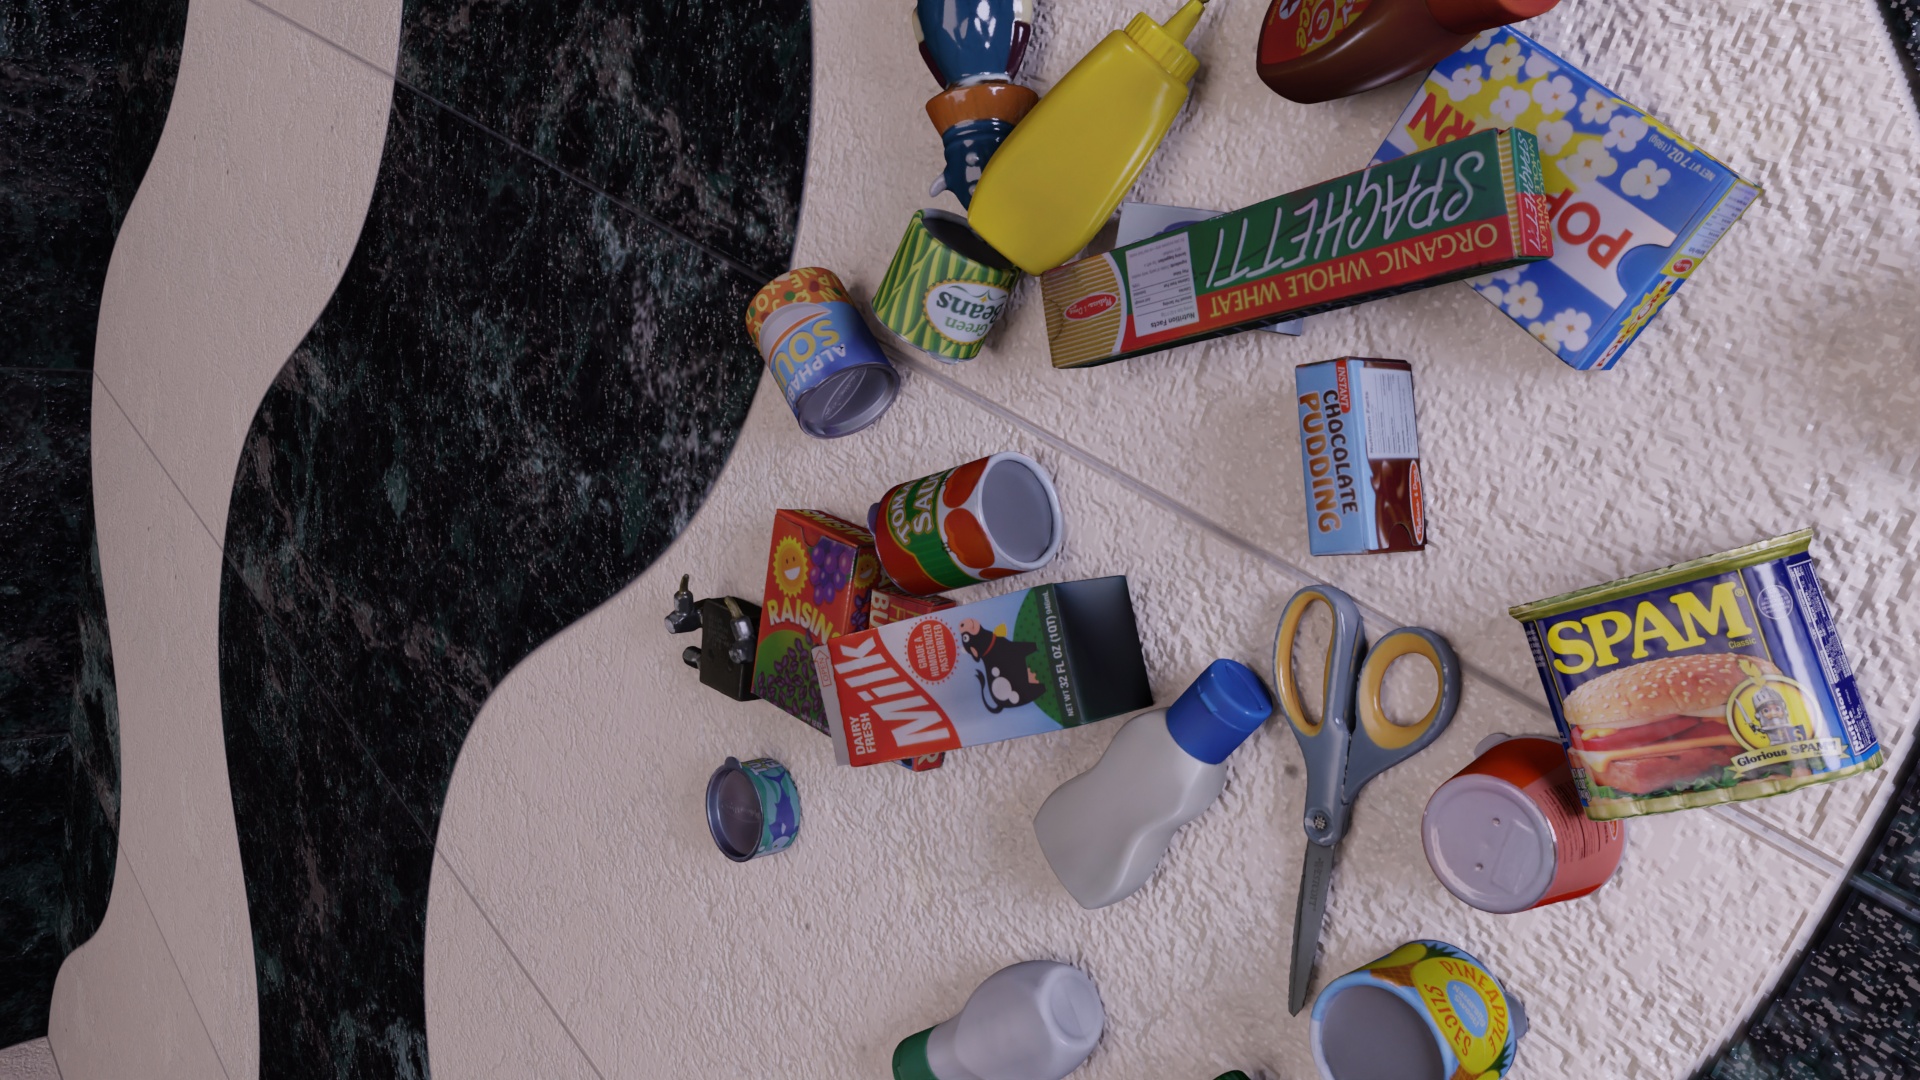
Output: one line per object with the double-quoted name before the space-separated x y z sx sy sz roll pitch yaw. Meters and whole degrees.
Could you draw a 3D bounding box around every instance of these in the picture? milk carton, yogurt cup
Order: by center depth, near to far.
"yogurt cup" 0.220 0.115 0.550 0.072 0.054 0.072 4 96 45
"milk carton" -0.003 0.073 0.739 0.190 0.073 0.072 -17 82 35

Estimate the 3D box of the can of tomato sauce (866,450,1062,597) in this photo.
"can of tomato sauce" 0.003 -0.009 0.754 0.083 0.071 0.071 -16 81 44

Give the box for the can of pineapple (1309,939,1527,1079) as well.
"can of pineapple" 0.190 0.207 0.582 0.071 0.058 0.071 3 94 45

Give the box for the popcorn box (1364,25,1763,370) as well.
"popcorn box" 0.226 -0.137 0.541 0.127 0.038 0.084 51 124 31

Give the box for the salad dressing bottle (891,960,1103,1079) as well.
"salad dressing bottle" 0.016 0.279 0.776 0.147 0.044 0.064 -38 68 41

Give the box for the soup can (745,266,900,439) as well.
"soup can" -0.086 -0.114 0.838 0.071 0.071 0.084 -50 58 35

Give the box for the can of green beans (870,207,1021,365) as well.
"can of green beans" -0.007 -0.140 0.760 0.071 0.071 0.057 50 125 32

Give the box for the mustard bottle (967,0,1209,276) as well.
"mustard bottle" 0.071 -0.205 0.681 0.065 0.049 0.159 39 113 -9

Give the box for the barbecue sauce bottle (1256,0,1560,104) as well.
"barbecue sauce bottle" 0.173 -0.211 0.543 0.065 0.043 0.148 -67 20 3

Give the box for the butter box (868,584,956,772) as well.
"butter box" -0.032 0.081 0.827 0.053 0.024 0.103 15 103 44

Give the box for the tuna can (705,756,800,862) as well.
"tuna can" -0.140 0.179 0.937 0.071 0.033 0.071 4 95 45

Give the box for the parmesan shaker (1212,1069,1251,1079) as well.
"parmesan shaker" 0.141 0.301 0.630 0.103 0.071 0.071 43 121 36

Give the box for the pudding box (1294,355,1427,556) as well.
"pudding box" 0.171 -0.035 0.594 0.030 0.050 0.083 -7 88 47

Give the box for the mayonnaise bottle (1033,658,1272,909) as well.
"mayonnaise bottle" 0.096 0.119 0.688 0.147 0.041 0.065 -54 54 32

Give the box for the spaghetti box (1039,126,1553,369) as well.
"spaghetti box" 0.130 -0.118 0.599 0.249 0.029 0.050 -6 92 50

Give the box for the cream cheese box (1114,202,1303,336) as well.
"cream cheese box" 0.118 -0.131 0.662 0.104 0.024 0.053 19 105 44

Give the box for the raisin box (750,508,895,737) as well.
"raisin box" -0.086 0.049 0.870 0.086 0.040 0.123 21 107 44
